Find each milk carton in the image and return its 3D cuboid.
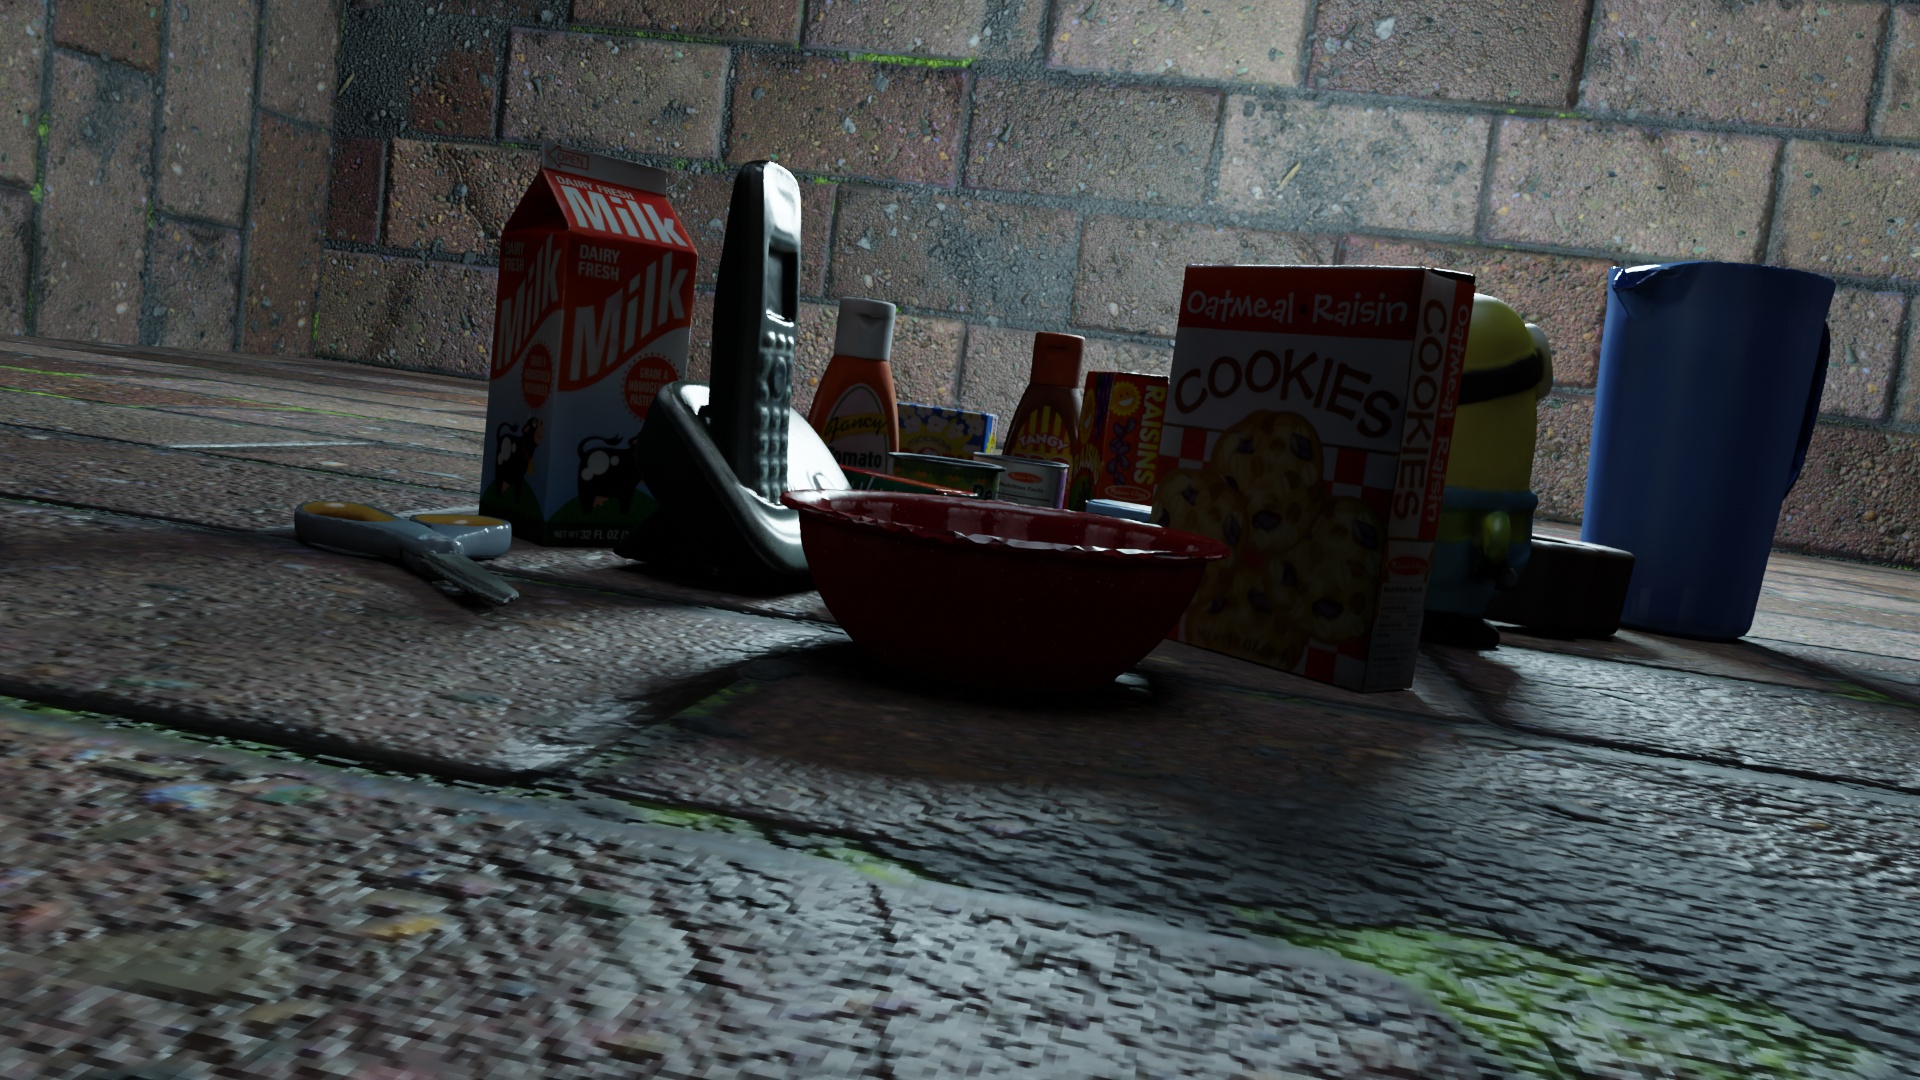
[{"bbox_3d":[-0.185,-0.096,0.693,0.072,0.190,0.073,2,7,-44],"label":"milk carton"}]

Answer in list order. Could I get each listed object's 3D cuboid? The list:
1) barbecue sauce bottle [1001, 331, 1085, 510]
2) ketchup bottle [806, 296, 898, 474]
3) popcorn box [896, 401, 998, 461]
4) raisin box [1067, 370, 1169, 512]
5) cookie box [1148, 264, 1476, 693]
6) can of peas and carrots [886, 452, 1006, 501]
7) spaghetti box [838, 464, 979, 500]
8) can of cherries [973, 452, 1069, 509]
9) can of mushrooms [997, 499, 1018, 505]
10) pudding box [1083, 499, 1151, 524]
[{"bbox_3d":[0.063,-0.076,1.009,0.065,0.148,0.044,8,5,10],"label":"barbecue sauce bottle"},{"bbox_3d":[-0.069,-0.081,0.902,0.065,0.148,0.043,6,5,-14],"label":"ketchup bottle"},{"bbox_3d":[-0.038,-0.066,1.103,0.127,0.085,0.038,9,5,15],"label":"popcorn box"},{"bbox_3d":[0.100,-0.047,0.897,0.040,0.123,0.086,7,5,-7],"label":"raisin box"},{"bbox_3d":[0.142,-0.032,0.589,0.040,0.167,0.123,3,7,-40],"label":"cookie box"},{"bbox_3d":[-0.010,-0.018,0.799,0.071,0.058,0.071,7,6,-1],"label":"can of peas and carrots"},{"bbox_3d":[-0.077,-0.019,0.773,0.029,0.050,0.250,3,7,-38],"label":"spaghetti box"},{"bbox_3d":[0.038,-0.028,0.955,0.071,0.058,0.071,7,6,-1],"label":"can of cherries"},{"bbox_3d":[0.003,-0.011,0.871,0.071,0.033,0.071,7,6,-1],"label":"can of mushrooms"},{"bbox_3d":[0.105,0.008,0.735,0.084,0.049,0.030,10,6,28],"label":"pudding box"}]
